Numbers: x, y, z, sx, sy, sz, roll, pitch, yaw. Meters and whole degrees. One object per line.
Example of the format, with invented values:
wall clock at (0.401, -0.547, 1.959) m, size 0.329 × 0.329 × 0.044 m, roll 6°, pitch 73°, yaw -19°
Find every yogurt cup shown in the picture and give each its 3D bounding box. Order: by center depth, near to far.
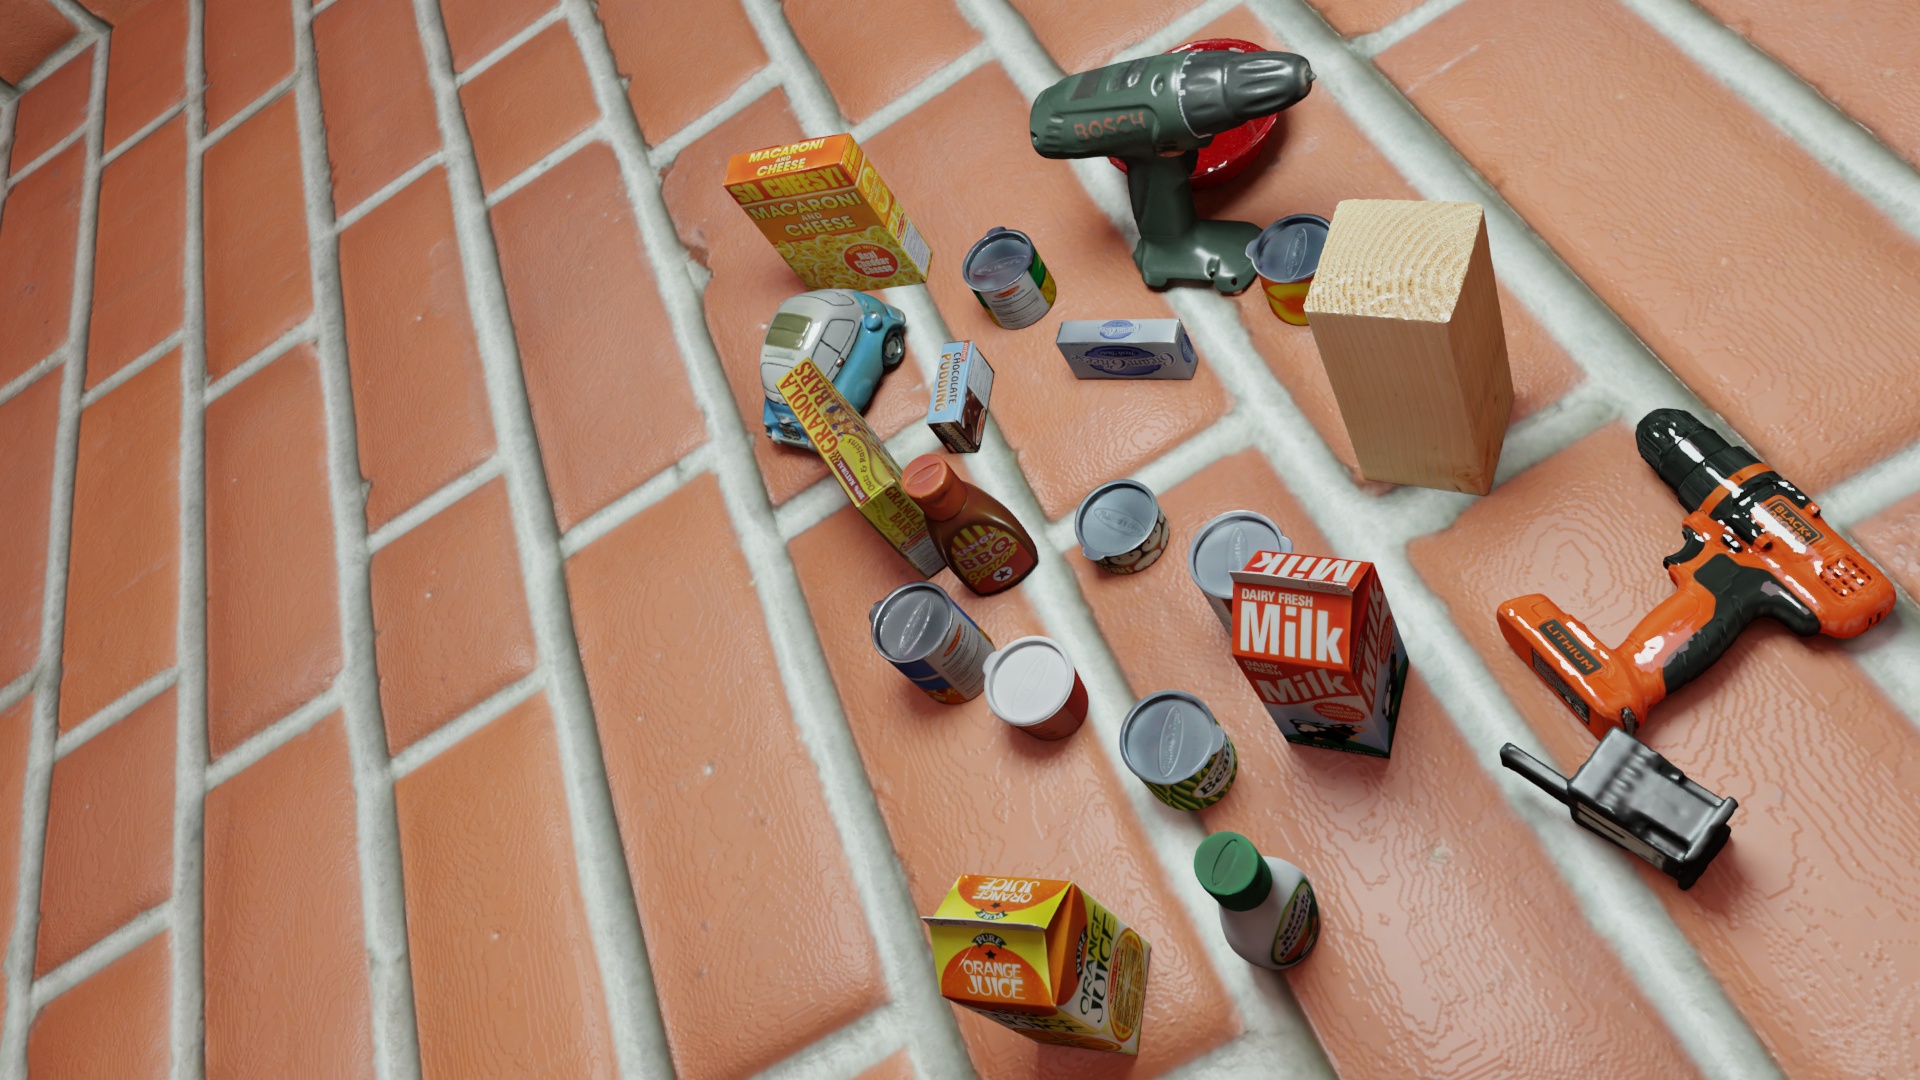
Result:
yogurt cup at (0.058, 0.110, 0.998) m, size 0.072 × 0.053 × 0.073 m, roll -13°, pitch 57°, yaw 21°

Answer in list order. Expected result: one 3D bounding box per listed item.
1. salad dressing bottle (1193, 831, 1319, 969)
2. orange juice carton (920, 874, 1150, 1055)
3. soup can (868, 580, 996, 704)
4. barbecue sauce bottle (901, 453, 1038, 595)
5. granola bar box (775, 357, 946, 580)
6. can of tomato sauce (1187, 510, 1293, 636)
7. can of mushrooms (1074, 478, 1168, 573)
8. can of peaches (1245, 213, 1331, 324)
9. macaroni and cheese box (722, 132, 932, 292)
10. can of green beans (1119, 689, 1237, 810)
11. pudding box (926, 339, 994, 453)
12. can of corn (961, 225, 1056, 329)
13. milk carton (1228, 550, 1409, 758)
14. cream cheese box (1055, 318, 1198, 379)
salad dressing bottle at (0.174, 0.210, 0.818) m, size 0.044 × 0.147 × 0.064 m, roll 18°, pitch 72°, yaw 34°
orange juice carton at (0.048, 0.251, 0.830) m, size 0.072 × 0.192 × 0.073 m, roll -3°, pitch 61°, yaw 26°
soup can at (-0.021, 0.077, 1.039) m, size 0.071 × 0.083 × 0.071 m, roll -13°, pitch 57°, yaw 21°
barbecue sauce bottle at (0.004, -0.013, 1.040) m, size 0.065 × 0.148 × 0.044 m, roll -31°, pitch 52°, yaw 8°
granola bar box at (-0.076, -0.058, 1.123) m, size 0.039 × 0.124 × 0.166 m, roll -38°, pitch 52°, yaw 3°
can of tomato sauce at (0.202, 0.027, 0.955) m, size 0.071 × 0.083 × 0.071 m, roll -13°, pitch 57°, yaw 21°
can of mushrooms at (0.121, -0.008, 1.049) m, size 0.071 × 0.033 × 0.071 m, roll -13°, pitch 57°, yaw 20°
can of peaches at (0.264, -0.210, 1.081) m, size 0.071 × 0.058 × 0.071 m, roll -13°, pitch 57°, yaw 21°
macaroni and cheese box at (-0.118, -0.291, 1.258) m, size 0.123 × 0.166 × 0.040 m, roll -3°, pitch 61°, yaw 26°
can of green beans at (0.147, 0.141, 0.931) m, size 0.071 × 0.057 × 0.071 m, roll -13°, pitch 57°, yaw 21°
pudding box at (0.001, -0.121, 1.169) m, size 0.030 × 0.049 × 0.084 m, roll -4°, pitch 60°, yaw 26°
can of corn at (0.043, -0.228, 1.206) m, size 0.071 × 0.058 × 0.071 m, roll -13°, pitch 57°, yaw 21°
milk carton at (0.221, 0.064, 0.854) m, size 0.072 × 0.190 × 0.074 m, roll 6°, pitch 65°, yaw 30°
cream cheese box at (0.134, -0.154, 1.117) m, size 0.104 × 0.053 × 0.024 m, roll 4°, pitch 64°, yaw 29°
